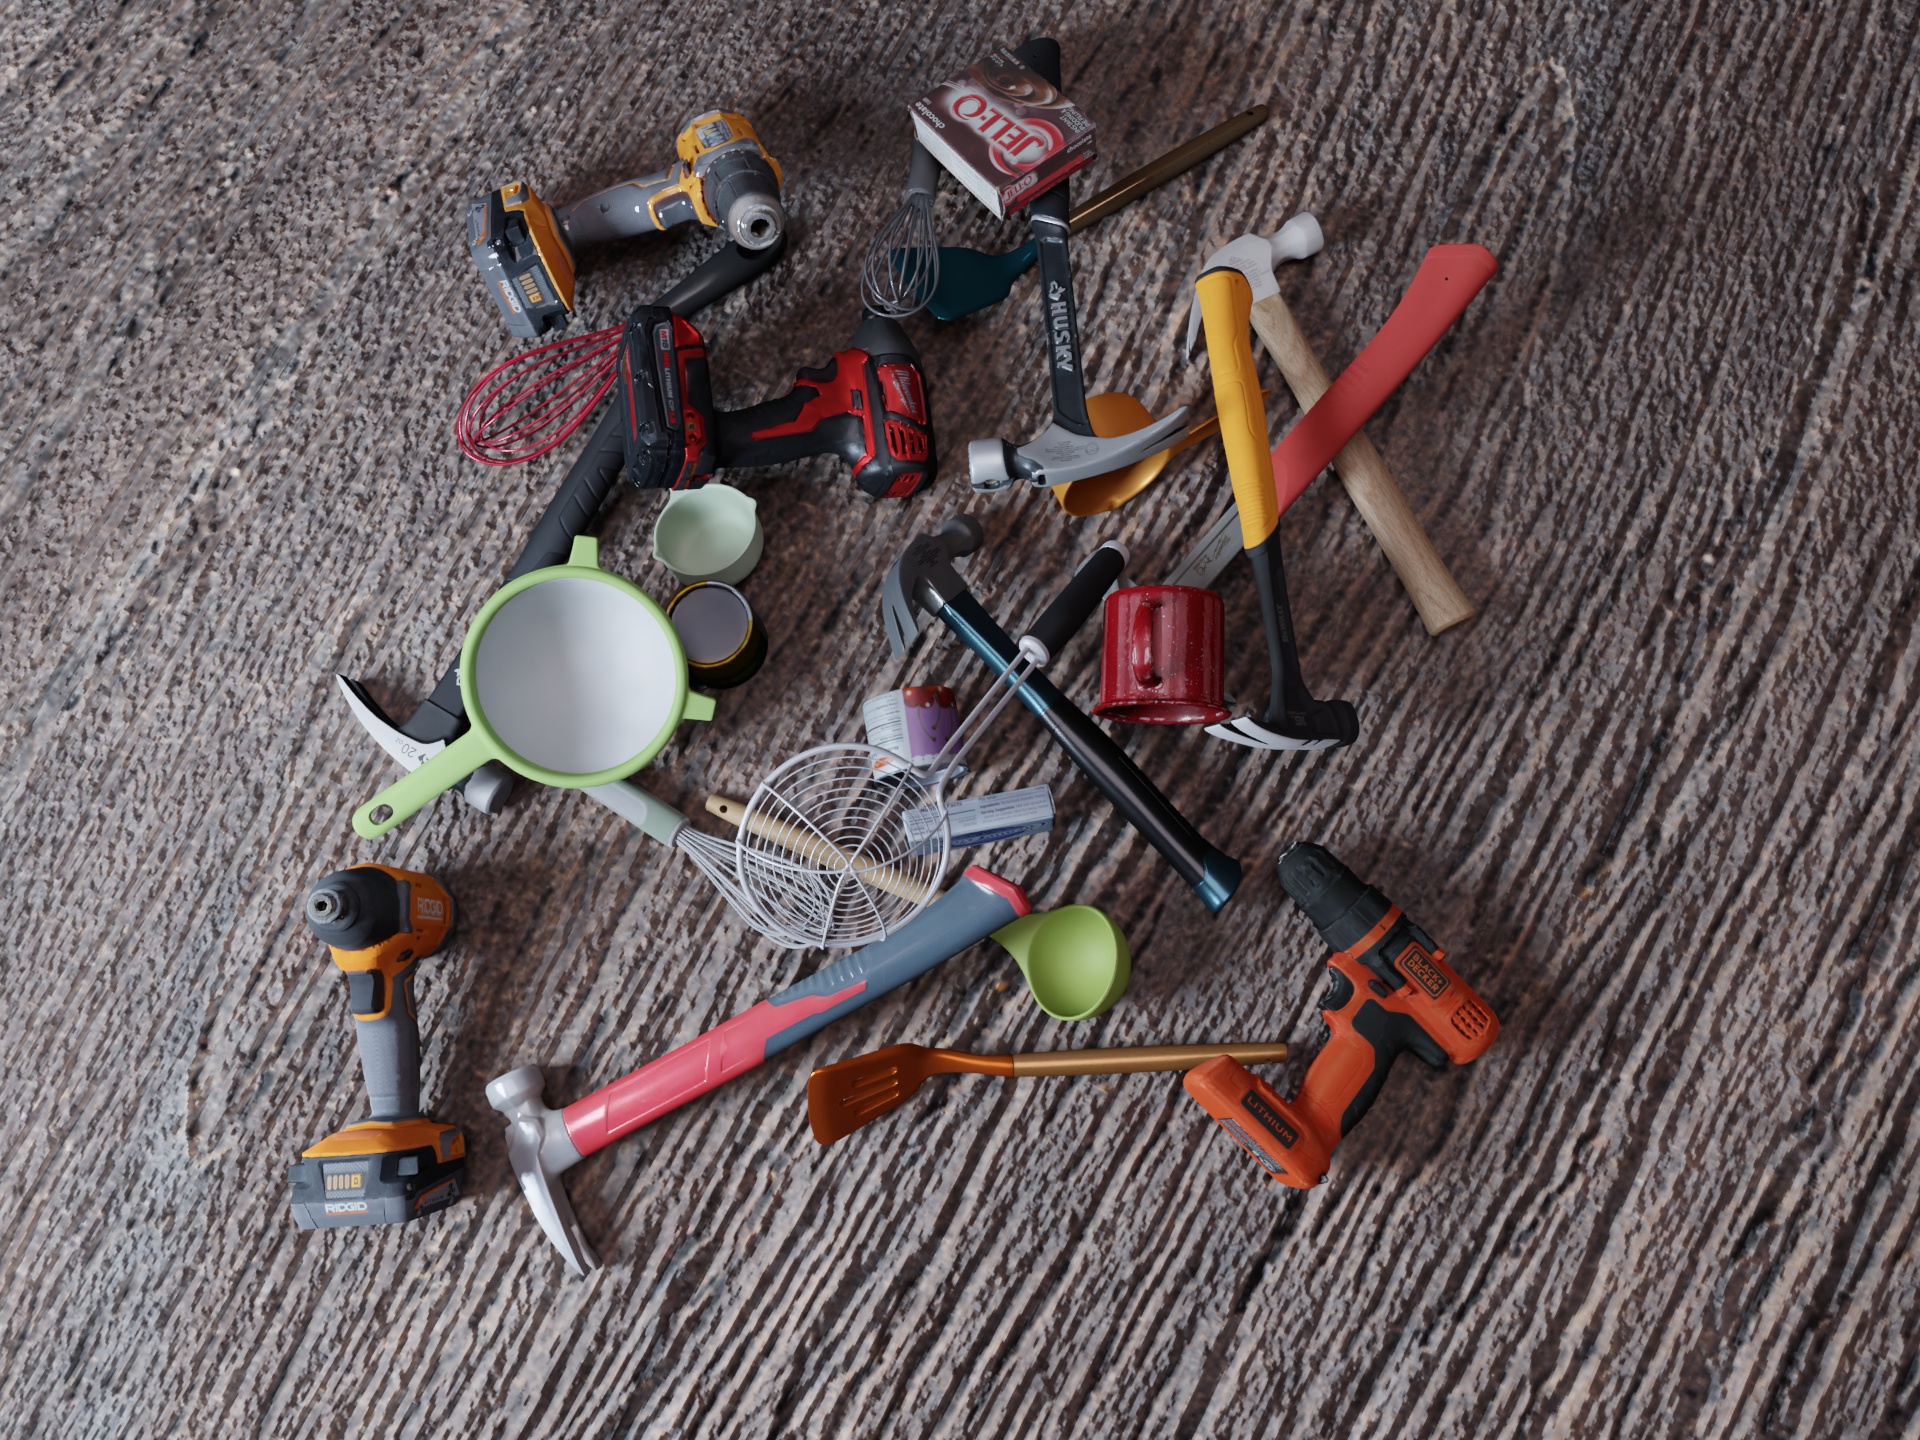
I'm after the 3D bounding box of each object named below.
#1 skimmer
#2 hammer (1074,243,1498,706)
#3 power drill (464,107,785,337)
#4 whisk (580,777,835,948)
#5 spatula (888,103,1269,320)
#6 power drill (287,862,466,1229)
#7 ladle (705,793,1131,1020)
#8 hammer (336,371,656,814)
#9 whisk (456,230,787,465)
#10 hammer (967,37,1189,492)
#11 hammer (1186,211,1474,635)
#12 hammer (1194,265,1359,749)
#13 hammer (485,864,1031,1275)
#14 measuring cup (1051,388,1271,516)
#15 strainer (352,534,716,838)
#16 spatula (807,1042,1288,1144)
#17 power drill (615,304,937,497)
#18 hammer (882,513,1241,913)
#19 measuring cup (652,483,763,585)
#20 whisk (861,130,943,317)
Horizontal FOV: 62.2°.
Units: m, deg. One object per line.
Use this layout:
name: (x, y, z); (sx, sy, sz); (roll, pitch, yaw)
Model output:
skimmer: (-0.002, -0.003, 1.026); (0.127, 0.090, 0.363); (53, 50, -17)
hammer: (0.251, -0.184, 1.120); (0.149, 0.036, 0.359); (43, 94, 11)
power drill: (-0.235, -0.359, 1.154); (0.226, 0.084, 0.186); (-23, 41, -3)
whisk: (-0.190, 0.083, 1.108); (0.246, 0.059, 0.057); (31, 108, 13)
spatula: (0.100, -0.391, 1.200); (0.317, 0.044, 0.082); (-32, 64, -6)
power drill: (-0.380, 0.206, 1.029); (0.084, 0.164, 0.226); (-4, 79, 1)
ladle: (-0.034, 0.116, 1.089); (0.320, 0.062, 0.078); (22, 90, 10)
hammer: (-0.312, -0.111, 1.149); (0.146, 0.035, 0.335); (29, 85, 8)
whisk: (-0.248, -0.286, 1.187); (0.296, 0.073, 0.073); (-38, 79, -12)
hammer: (0.071, -0.342, 1.144); (0.149, 0.036, 0.409); (-6, 62, 6)
hammer: (0.273, -0.209, 1.159); (0.130, 0.031, 0.331); (-26, 78, -4)
hammer: (0.193, -0.146, 1.065); (0.127, 0.034, 0.337); (3, 75, -41)
hammer: (-0.121, 0.218, 1.051); (0.386, 0.038, 0.143); (-29, 79, 5)
measuring cup: (0.136, -0.212, 1.138); (0.173, 0.095, 0.052); (-28, 69, -7)
strainer: (-0.303, -0.003, 1.092); (0.256, 0.069, 0.151); (-35, 101, 2)
spatula: (0.060, 0.237, 1.062); (0.322, 0.081, 0.041); (-3, 40, -2)
power drill: (-0.127, -0.232, 1.133); (0.219, 0.078, 0.143); (-3, 76, -21)
hammer: (0.073, 0.000, 1.102); (0.331, 0.033, 0.128); (47, 46, 5)
measuring cup: (-0.200, -0.163, 1.173); (0.083, 0.038, 0.168); (-29, 61, -3)
whisk: (-0.033, -0.385, 1.177); (0.055, 0.055, 0.239); (7, 57, 4)
